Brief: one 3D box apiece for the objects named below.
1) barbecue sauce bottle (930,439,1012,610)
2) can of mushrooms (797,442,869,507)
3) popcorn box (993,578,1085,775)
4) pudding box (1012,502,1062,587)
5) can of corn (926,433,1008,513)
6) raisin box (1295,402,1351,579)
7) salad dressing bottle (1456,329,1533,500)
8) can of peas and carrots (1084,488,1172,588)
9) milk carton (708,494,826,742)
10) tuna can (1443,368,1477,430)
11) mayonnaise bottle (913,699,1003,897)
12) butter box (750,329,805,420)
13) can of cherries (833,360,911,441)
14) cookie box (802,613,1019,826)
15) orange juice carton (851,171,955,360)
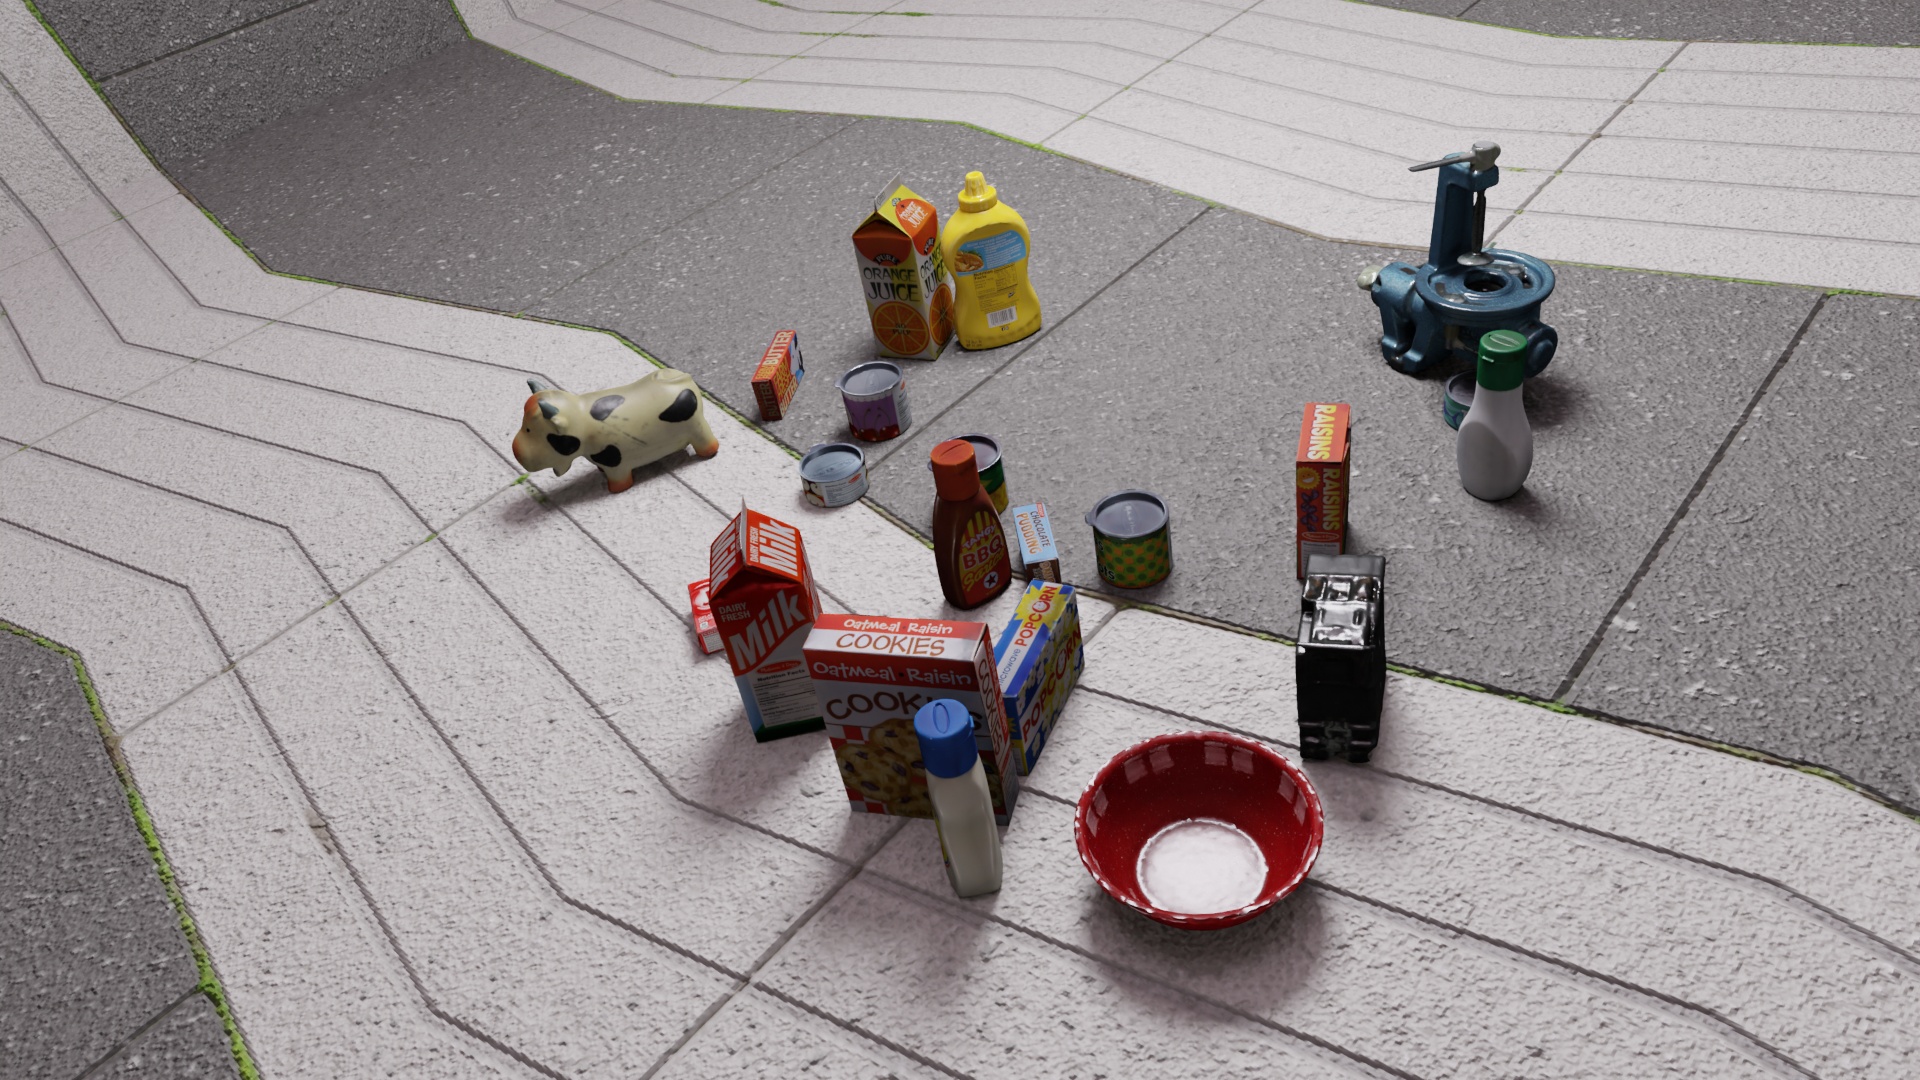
[{"bbox_3d":[0.004,-0.015,1.163,0.065,0.147,0.044,-33,42,-26],"label":"barbecue sauce bottle"},{"bbox_3d":[-0.124,-0.065,1.355,0.071,0.033,0.071,-7,38,5],"label":"can of mushrooms"},{"bbox_3d":[0.053,0.102,1.052,0.038,0.084,0.127,8,41,24],"label":"popcorn box"},{"bbox_3d":[0.067,0.011,1.195,0.030,0.049,0.084,-11,37,1],"label":"pudding box"},{"bbox_3d":[0.007,-0.057,1.291,0.071,0.058,0.071,-7,37,6],"label":"can of corn"},{"bbox_3d":[0.299,-0.040,1.142,0.040,0.122,0.086,3,40,19],"label":"raisin box"},{"bbox_3d":[0.451,-0.104,1.166,0.044,0.147,0.064,-30,41,-23],"label":"salad dressing bottle"},{"bbox_3d":[0.144,-0.001,1.183,0.071,0.058,0.071,-7,37,6],"label":"can of peas and carrots"},{"bbox_3d":[-0.146,0.059,1.071,0.073,0.189,0.073,-12,37,-1],"label":"milk carton"},{"bbox_3d":[0.481,-0.127,1.281,0.071,0.032,0.071,-7,38,5],"label":"tuna can"},{"bbox_3d":[-0.001,0.170,0.928,0.041,0.147,0.065,-12,37,-1],"label":"mayonnaise bottle"},{"bbox_3d":[-0.196,-0.180,1.504,0.024,0.052,0.104,-1,38,13],"label":"butter box"},{"bbox_3d":[-0.089,-0.143,1.426,0.071,0.058,0.072,-7,37,6],"label":"can of cherries"},{"bbox_3d":[-0.031,0.126,0.976,0.123,0.166,0.040,2,39,17],"label":"cookie box"},{"bbox_3d":[-0.062,-0.297,1.507,0.073,0.191,0.072,7,41,22],"label":"orange juice carton"}]
